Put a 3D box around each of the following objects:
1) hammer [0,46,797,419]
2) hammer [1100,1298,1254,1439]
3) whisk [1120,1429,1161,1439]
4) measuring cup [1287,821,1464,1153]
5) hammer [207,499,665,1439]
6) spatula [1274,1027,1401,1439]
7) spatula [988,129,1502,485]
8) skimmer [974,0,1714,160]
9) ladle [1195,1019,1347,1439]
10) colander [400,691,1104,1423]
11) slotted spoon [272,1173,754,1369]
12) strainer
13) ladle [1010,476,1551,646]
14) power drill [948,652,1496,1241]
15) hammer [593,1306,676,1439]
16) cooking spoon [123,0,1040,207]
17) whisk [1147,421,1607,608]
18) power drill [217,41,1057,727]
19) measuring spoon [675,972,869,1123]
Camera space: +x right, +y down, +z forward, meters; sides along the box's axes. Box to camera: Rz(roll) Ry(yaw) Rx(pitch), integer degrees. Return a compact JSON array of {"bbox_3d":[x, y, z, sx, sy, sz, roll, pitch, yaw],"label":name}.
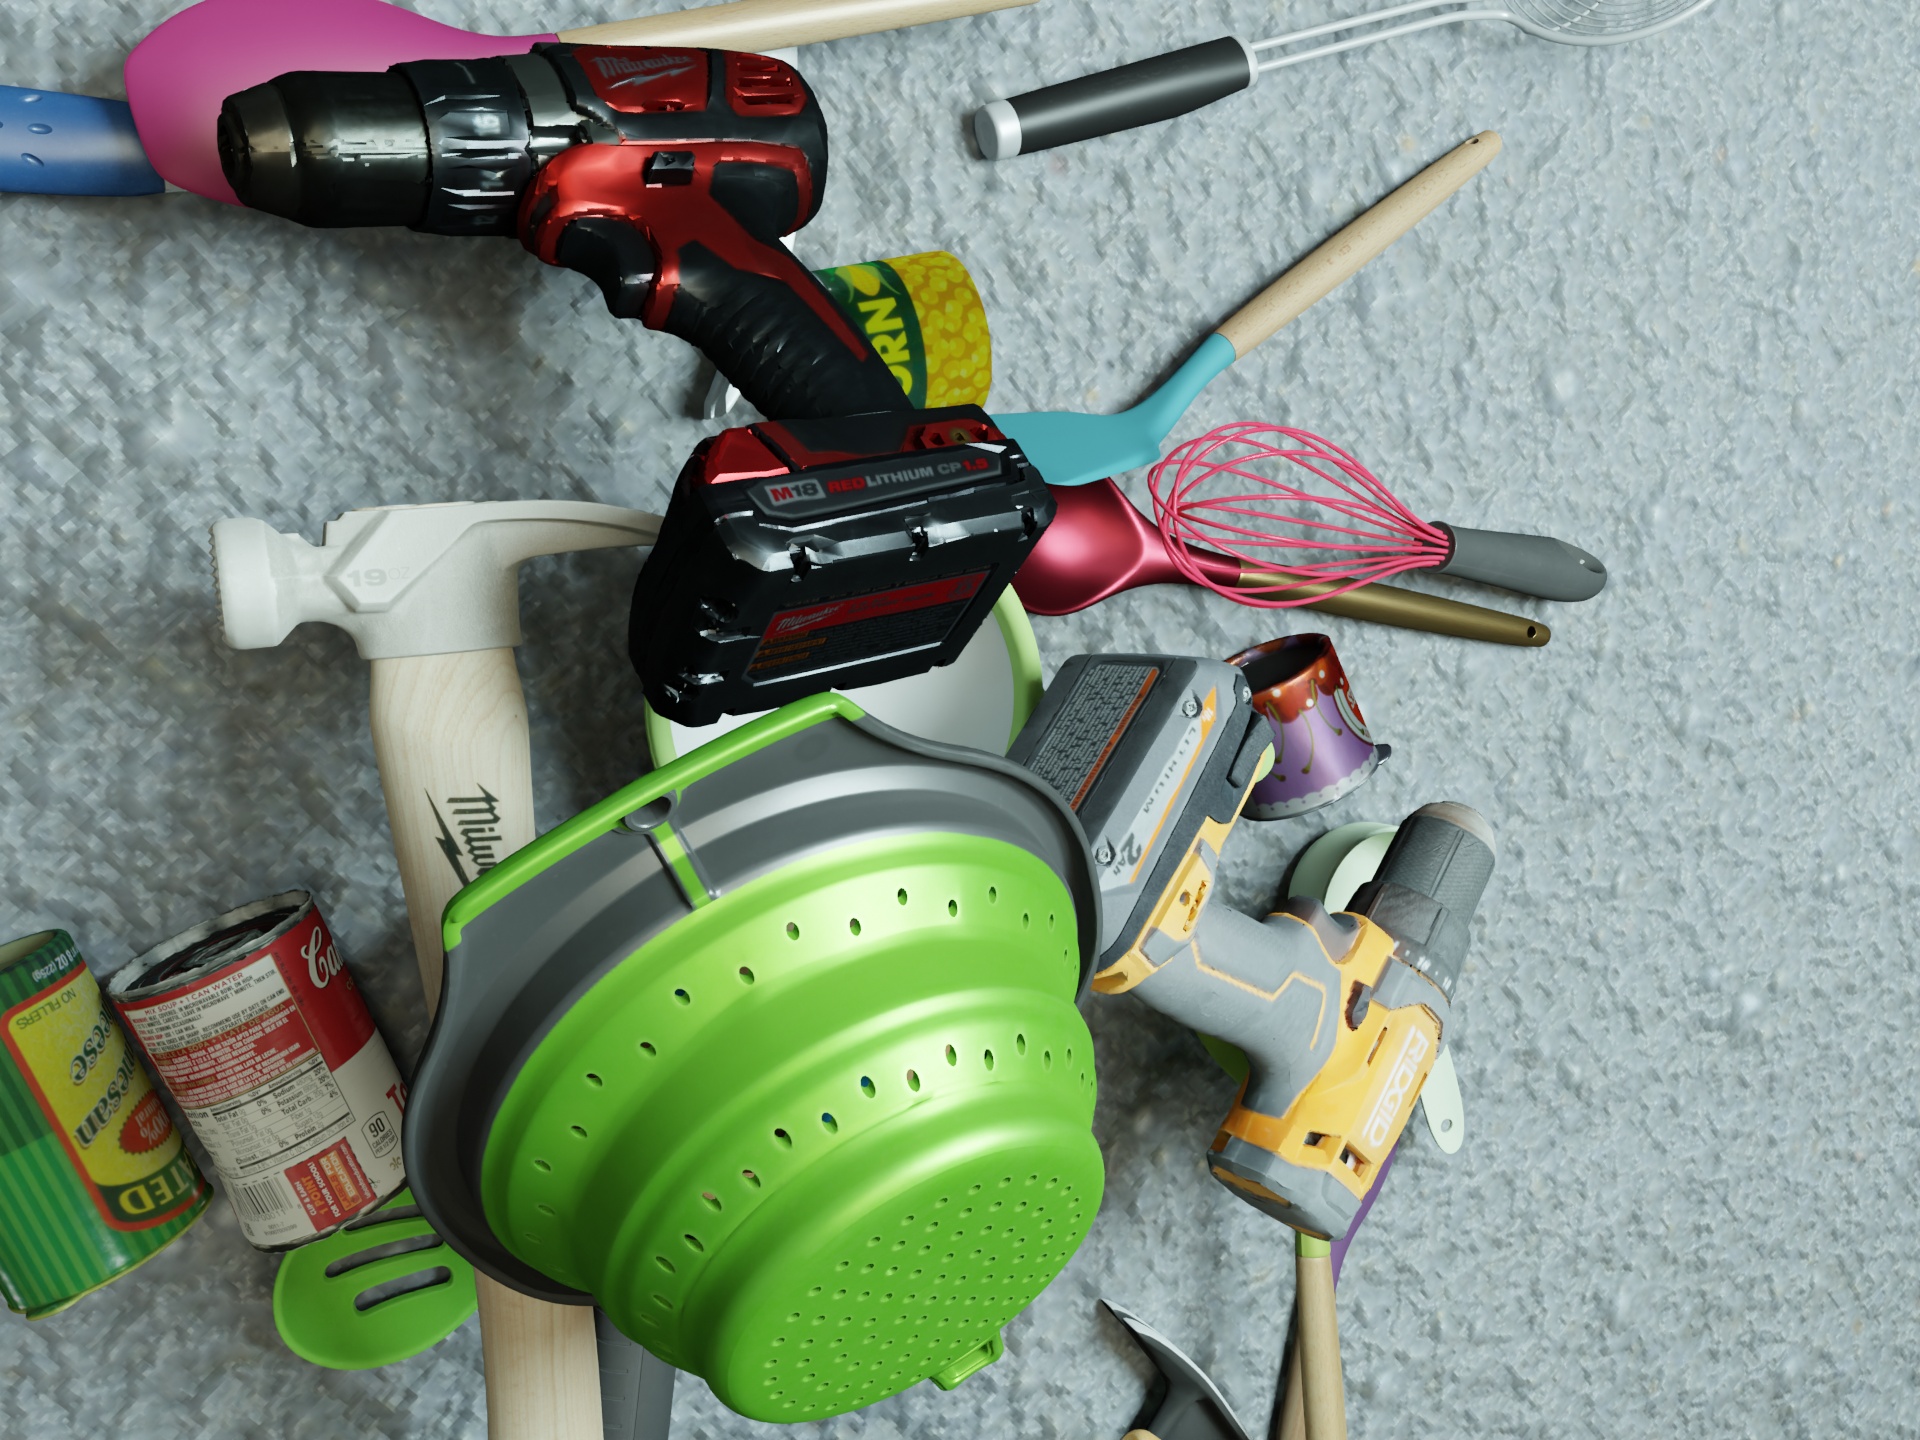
[{"bbox_3d":[-0.249,-0.179,0.520,0.405,0.035,0.144,-2,96,-23],"label":"hammer"},{"bbox_3d":[-0.012,0.404,0.677,0.337,0.034,0.127,-40,109,-15],"label":"hammer"},{"bbox_3d":[0.160,0.381,0.710,0.244,0.047,0.051,41,81,-19],"label":"whisk"},{"bbox_3d":[0.200,0.125,0.740,0.083,0.038,0.167,-24,106,-19],"label":"measuring cup"},{"bbox_3d":[-0.131,0.137,0.502,0.146,0.038,0.410,-8,98,-24],"label":"hammer"},{"bbox_3d":[0.168,0.293,0.752,0.059,0.018,0.316,10,90,-25],"label":"spatula"},{"bbox_3d":[0.128,-0.180,0.672,0.317,0.082,0.044,-39,134,-20],"label":"spatula"},{"bbox_3d":[0.175,-0.310,0.658,0.363,0.090,0.127,-22,71,-17],"label":"skimmer"},{"bbox_3d":[0.144,0.255,0.689,0.078,0.062,0.320,-3,88,-43],"label":"ladle"},{"bbox_3d":[-0.015,0.162,0.478,0.204,0.095,0.396,-30,141,-11],"label":"colander"},{"bbox_3d":[-0.100,0.185,0.624,0.313,0.031,0.070,-7,98,-24],"label":"slotted spoon"},{"bbox_3d":[-0.001,-0.002,0.622,0.256,0.069,0.151,8,89,-22],"label":"strainer"},{"bbox_3d":[0.142,-0.062,0.703,0.315,0.031,0.069,8,94,-25],"label":"ladle"},{"bbox_3d":[0.116,0.065,0.597,0.226,0.084,0.185,45,68,-30],"label":"power drill"},{"bbox_3d":[-0.135,0.324,0.603,0.128,0.033,0.331,4,100,-24],"label":"hammer"},{"bbox_3d":[-0.112,-0.231,0.544,0.319,0.017,0.068,-18,103,-20],"label":"cooking spoon"},{"bbox_3d":[0.192,-0.077,0.685,0.295,0.073,0.073,3,94,-37],"label":"whisk"},{"bbox_3d":[-0.095,-0.114,0.471,0.188,0.080,0.227,-14,65,-34],"label":"power drill"},{"bbox_3d":[-0.062,0.109,0.525,0.128,0.021,0.042,49,65,-31],"label":"measuring spoon"}]
